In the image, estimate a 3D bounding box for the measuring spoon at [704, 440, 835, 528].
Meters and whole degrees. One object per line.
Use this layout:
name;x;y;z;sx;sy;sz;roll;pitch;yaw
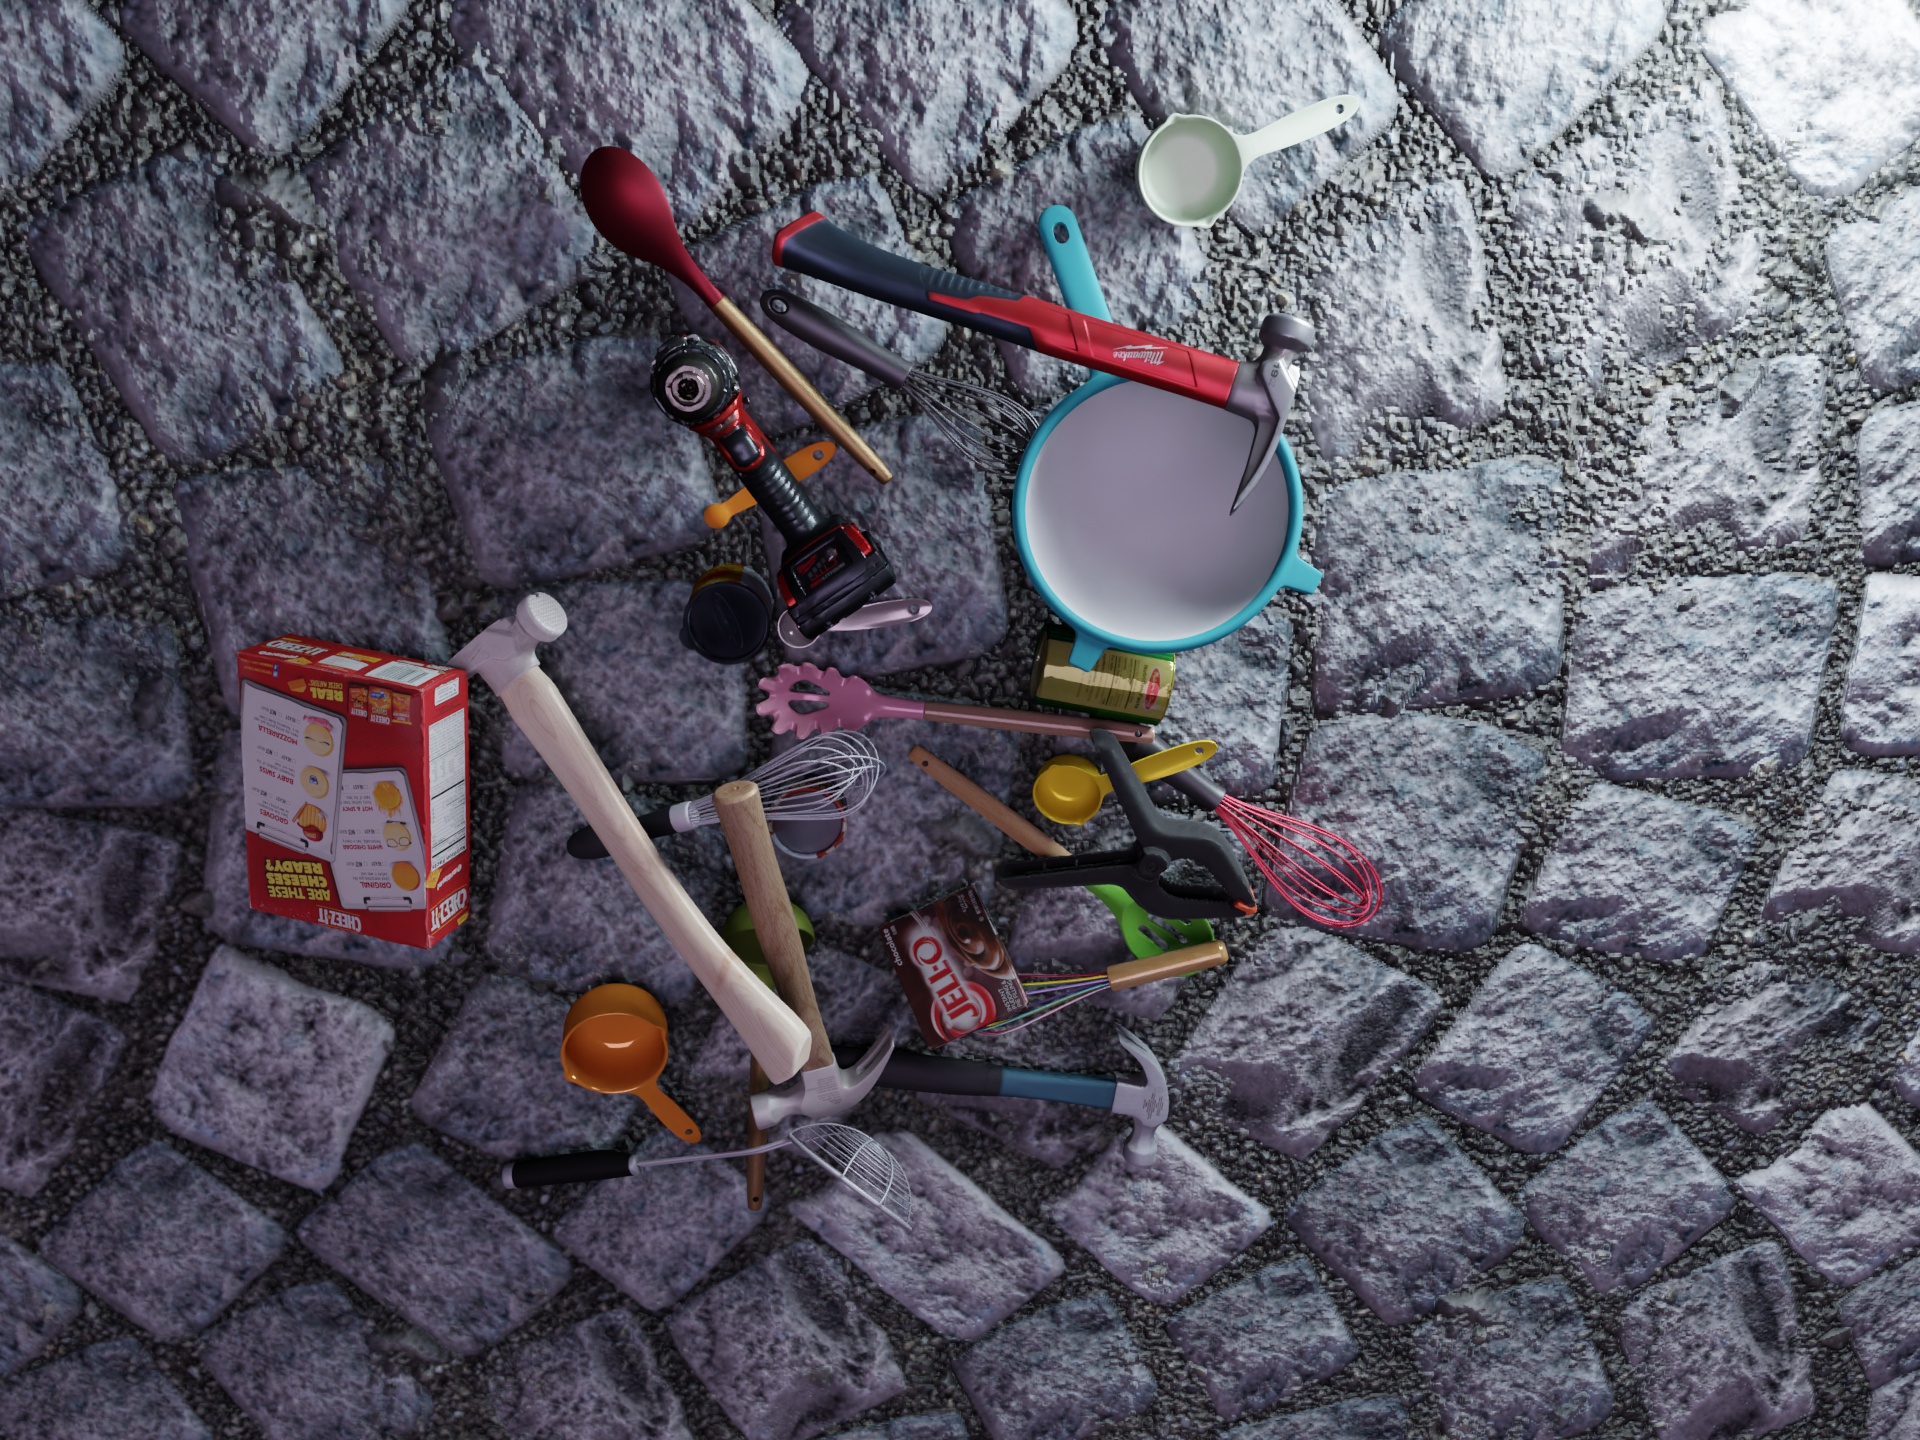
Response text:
measuring spoon;-0.146;-0.181;1.219;0.117;0.011;0.021;-30;108;6

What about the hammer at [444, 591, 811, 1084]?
hammer;-0.255;0.108;1.221;0.146;0.038;0.410;-34;91;25

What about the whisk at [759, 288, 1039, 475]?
whisk;-0.044;-0.254;1.187;0.239;0.055;0.055;29;105;-8

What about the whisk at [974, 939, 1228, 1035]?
whisk;0.104;0.222;1.342;0.245;0.051;0.047;-16;101;10

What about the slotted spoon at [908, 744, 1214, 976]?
slotted spoon;0.084;0.114;1.329;0.313;0.031;0.070;36;107;-13

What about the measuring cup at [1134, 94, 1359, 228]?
measuring cup;0.205;-0.415;1.152;0.167;0.038;0.083;-22;109;2

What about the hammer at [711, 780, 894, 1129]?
hammer;-0.138;0.190;1.272;0.130;0.031;0.331;-14;121;-5

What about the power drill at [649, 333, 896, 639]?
power drill;-0.141;-0.172;1.125;0.080;0.188;0.226;-34;106;2

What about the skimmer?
skimmer;-0.220;0.400;1.349;0.363;0.090;0.127;-8;152;10

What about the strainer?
strainer;0.123;-0.214;1.197;0.211;0.095;0.340;-19;89;3

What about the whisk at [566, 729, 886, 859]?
whisk;-0.190;0.069;1.259;0.284;0.070;0.070;-16;110;18

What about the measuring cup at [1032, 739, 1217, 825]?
measuring cup;0.133;0.039;1.287;0.156;0.029;0.062;-19;115;17

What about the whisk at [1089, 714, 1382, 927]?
whisk;0.227;0.076;1.312;0.295;0.073;0.073;35;103;-7

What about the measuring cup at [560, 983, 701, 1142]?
measuring cup;-0.271;0.293;1.357;0.095;0.052;0.173;-28;123;6

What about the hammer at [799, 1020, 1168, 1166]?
hammer;0.021;0.315;1.390;0.331;0.033;0.128;7;109;-6

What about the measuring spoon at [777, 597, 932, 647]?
measuring spoon;-0.084;-0.082;1.259;0.124;0.018;0.034;-9;110;-8

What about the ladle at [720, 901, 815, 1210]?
ladle;-0.170;0.293;1.358;0.078;0.062;0.320;0;112;-12

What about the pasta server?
pasta server;-0.002;-0.004;1.264;0.316;0.040;0.060;6;97;-1

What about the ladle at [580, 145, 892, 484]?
ladle;-0.161;-0.288;1.170;0.069;0.031;0.315;-29;116;39

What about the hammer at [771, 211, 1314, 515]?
hammer;0.046;-0.269;1.136;0.386;0.038;0.143;18;91;5
